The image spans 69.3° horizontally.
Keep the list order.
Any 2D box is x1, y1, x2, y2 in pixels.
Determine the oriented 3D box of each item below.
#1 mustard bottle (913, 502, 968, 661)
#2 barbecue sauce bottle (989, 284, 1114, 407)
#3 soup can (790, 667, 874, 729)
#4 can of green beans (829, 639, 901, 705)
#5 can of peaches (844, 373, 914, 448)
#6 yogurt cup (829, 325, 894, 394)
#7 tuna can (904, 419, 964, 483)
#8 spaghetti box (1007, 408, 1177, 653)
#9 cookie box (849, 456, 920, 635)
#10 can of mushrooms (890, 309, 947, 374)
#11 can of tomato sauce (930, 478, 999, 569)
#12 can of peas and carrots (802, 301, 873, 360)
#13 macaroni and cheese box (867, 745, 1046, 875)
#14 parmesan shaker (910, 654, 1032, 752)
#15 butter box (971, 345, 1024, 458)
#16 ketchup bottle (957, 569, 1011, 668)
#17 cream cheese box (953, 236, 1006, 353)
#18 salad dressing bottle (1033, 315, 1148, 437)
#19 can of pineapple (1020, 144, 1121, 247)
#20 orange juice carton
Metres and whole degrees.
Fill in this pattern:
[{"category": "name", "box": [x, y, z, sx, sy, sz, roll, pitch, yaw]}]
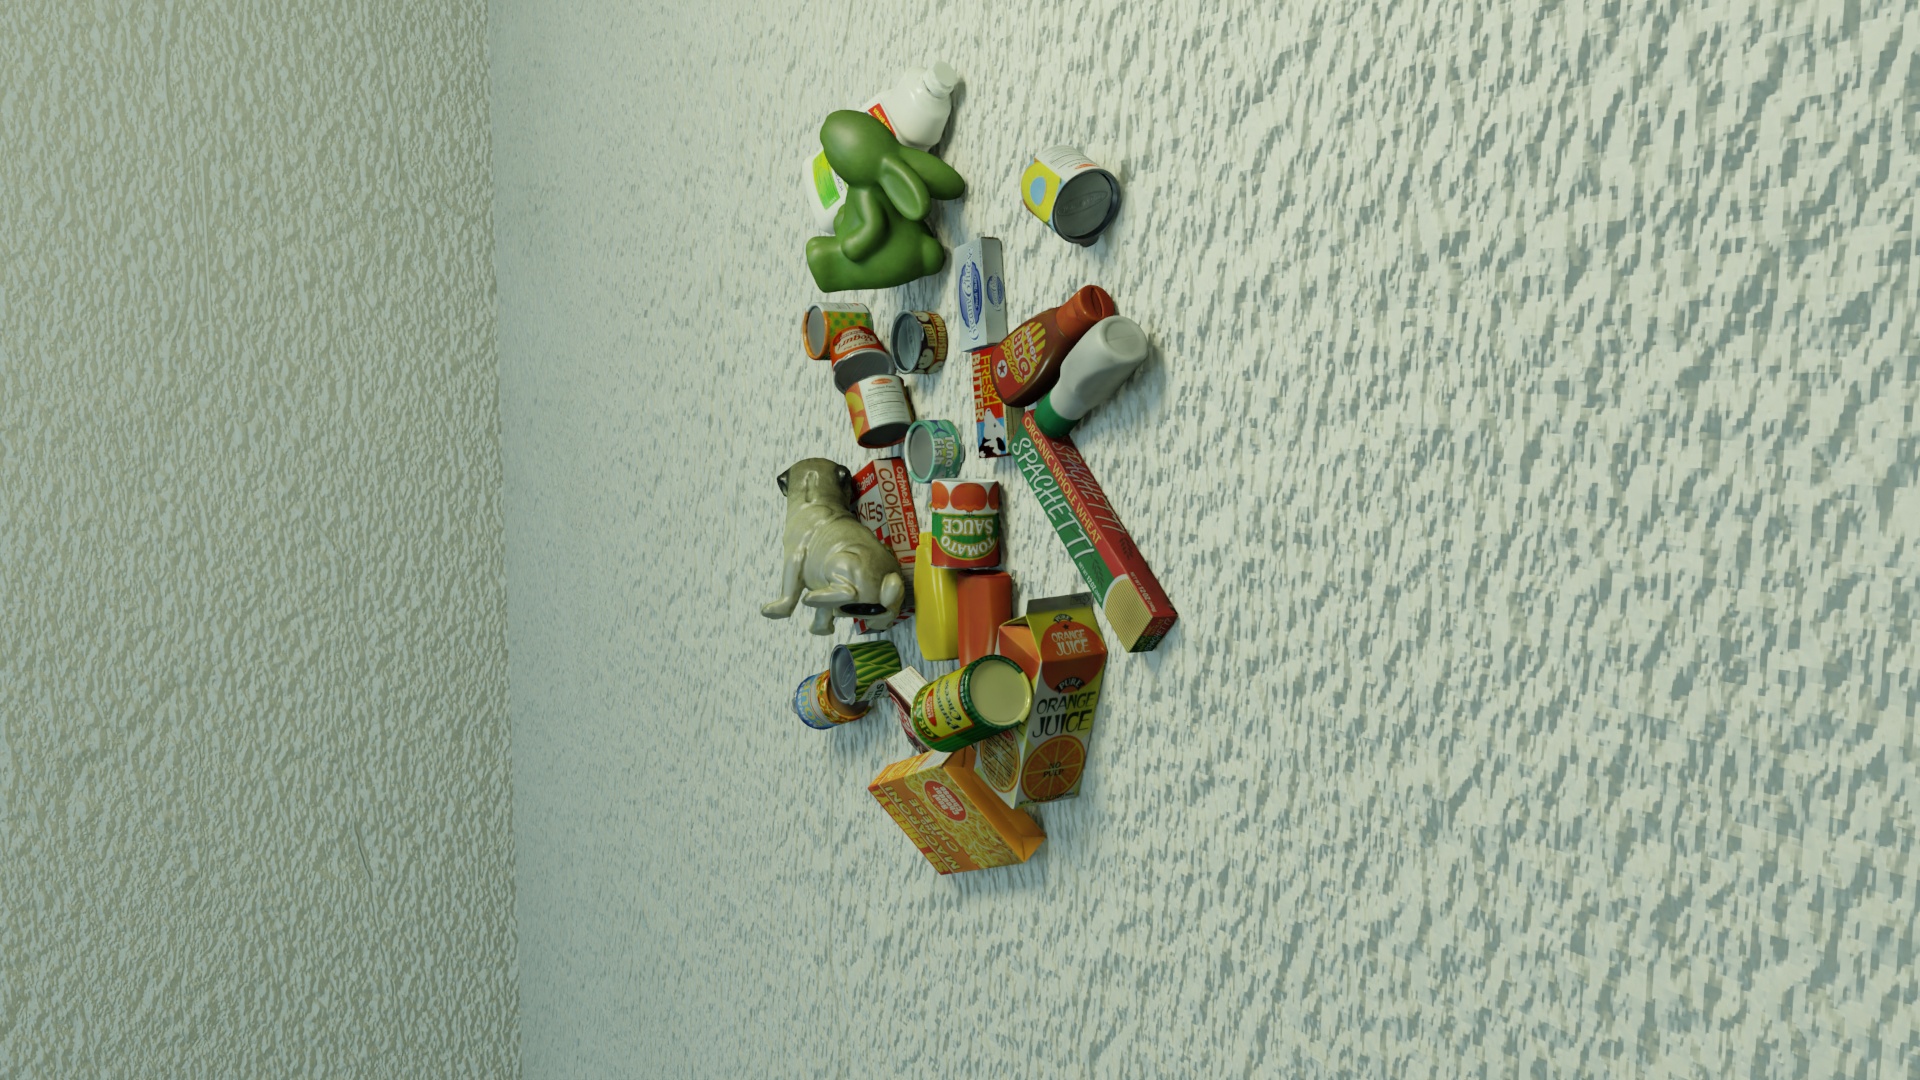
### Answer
[{"category": "mustard bottle", "box": [-0.018, 0.040, 1.399, 0.065, 0.049, 0.160, -8, 86, 59]}, {"category": "barbecue sauce bottle", "box": [0.080, -0.174, 1.220, 0.148, 0.044, 0.065, -36, 62, 54]}, {"category": "soup can", "box": [-0.148, 0.182, 1.608, 0.083, 0.071, 0.071, -27, 70, 57]}, {"category": "can of green beans", "box": [-0.106, 0.146, 1.547, 0.071, 0.058, 0.071, 9, 101, 58]}, {"category": "can of peaches", "box": [-0.085, -0.135, 1.478, 0.071, 0.071, 0.058, -42, 59, 53]}, {"category": "yogurt cup", "box": [-0.111, -0.198, 1.517, 0.054, 0.072, 0.072, -111, 34, -40]}, {"category": "tuna can", "box": [-0.027, -0.090, 1.417, 0.071, 0.033, 0.071, 10, 102, 59]}, {"category": "spaghetti box", "box": [0.109, -0.014, 1.201, 0.251, 0.029, 0.050, 62, 141, 34]}, {"category": "cookie box", "box": [-0.089, 0.007, 1.523, 0.122, 0.040, 0.167, -32, 66, 55]}, {"category": "can of mushrooms", "box": [-0.042, -0.204, 1.430, 0.071, 0.033, 0.071, 8, 99, 59]}, {"category": "can of tomato sauce", "box": [0.005, -0.017, 1.337, 0.071, 0.071, 0.083, 9, 100, 58]}, {"category": "can of peas and carrots", "box": [-0.139, -0.233, 1.563, 0.071, 0.059, 0.071, 10, 101, 59]}, {"category": "macaroni and cheese box", "box": [-0.007, 0.264, 1.357, 0.123, 0.040, 0.166, 51, 147, -6]}, {"category": "parmesan shaker", "box": [0.009, 0.139, 1.206, 0.102, 0.071, 0.071, -35, 64, 56]}, {"category": "butter box", "box": [0.036, -0.131, 1.316, 0.053, 0.024, 0.103, -6, 89, 58]}, {"category": "ketchup bottle", "box": [0.023, 0.104, 1.343, 0.064, 0.043, 0.148, 9, 101, 59]}, {"category": "cream cheese box", "box": [0.019, -0.235, 1.334, 0.053, 0.024, 0.103, -6, 88, 60]}, {"category": "salad dressing bottle", "box": [0.105, -0.134, 1.169, 0.044, 0.064, 0.147, 66, 152, 14]}, {"category": "can of pineapple", "box": [0.092, -0.290, 1.167, 0.058, 0.071, 0.070, 51, 135, 44]}, {"category": "orange juice carton", "box": [0.073, 0.136, 1.235, 0.073, 0.072, 0.191, 37, 124, 51]}]
